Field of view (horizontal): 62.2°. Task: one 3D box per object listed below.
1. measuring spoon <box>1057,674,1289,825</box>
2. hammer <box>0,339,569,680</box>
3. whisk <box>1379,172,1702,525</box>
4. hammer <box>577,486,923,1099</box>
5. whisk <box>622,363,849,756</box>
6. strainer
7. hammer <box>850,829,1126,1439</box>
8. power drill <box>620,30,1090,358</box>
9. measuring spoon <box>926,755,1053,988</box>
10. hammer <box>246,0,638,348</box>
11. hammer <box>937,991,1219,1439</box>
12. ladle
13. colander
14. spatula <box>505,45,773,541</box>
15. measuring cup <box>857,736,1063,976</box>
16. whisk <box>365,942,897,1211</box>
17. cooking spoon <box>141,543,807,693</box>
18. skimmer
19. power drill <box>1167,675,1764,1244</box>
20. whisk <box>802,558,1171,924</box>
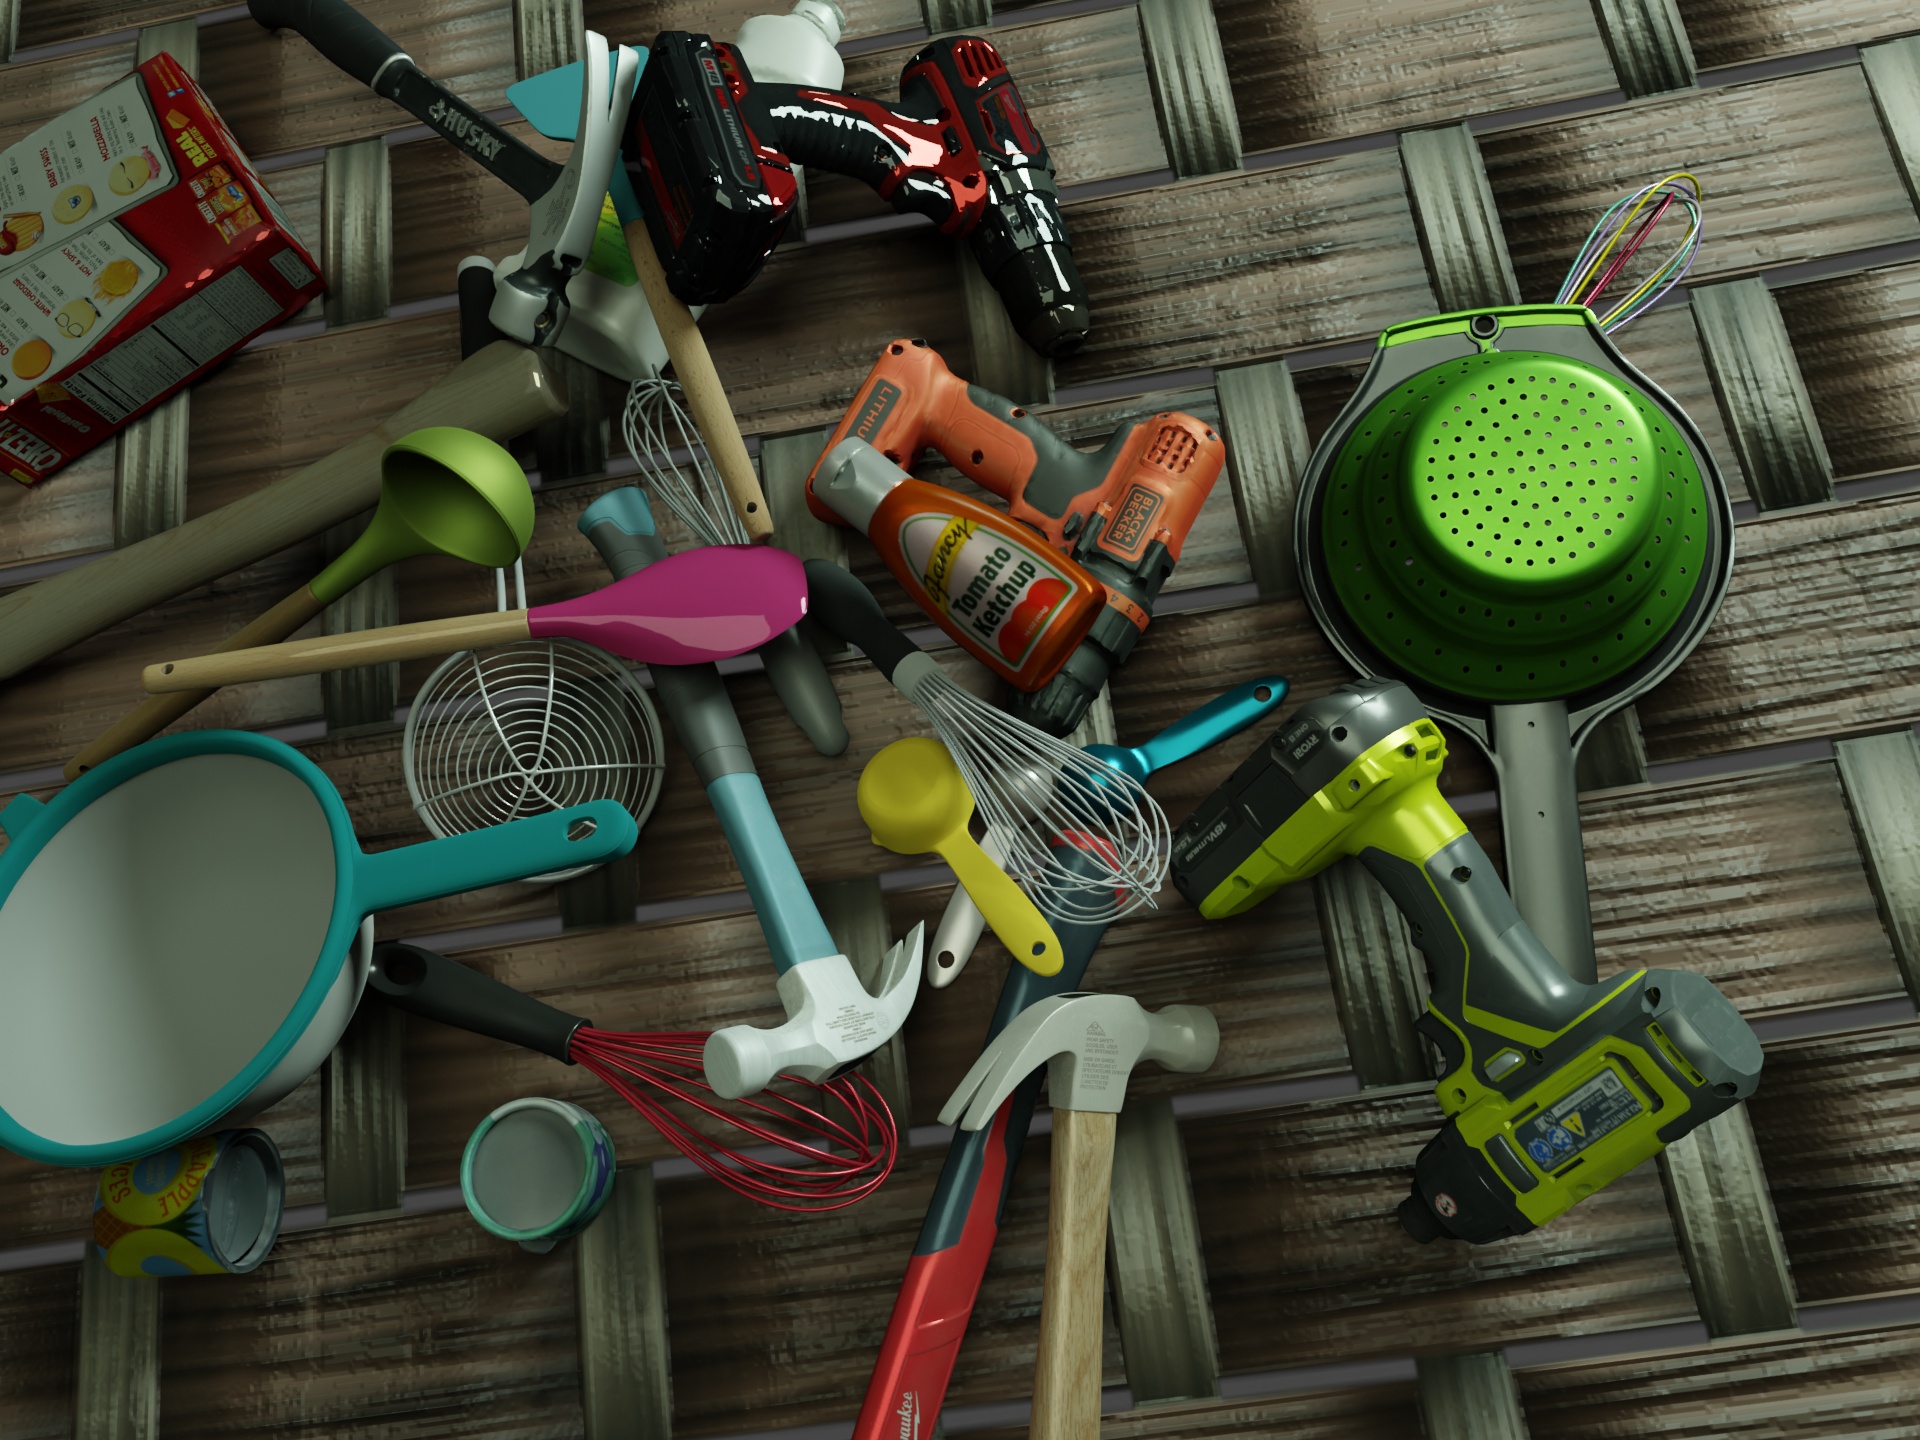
[{"bbox_3d":[0.106,0.009,0.784,0.128,0.021,0.042,-29,71,-1],"label":"measuring spoon"},{"bbox_3d":[-0.389,-0.085,0.837,0.410,0.038,0.146,-23,72,10],"label":"hammer"},{"bbox_3d":[0.297,-0.189,0.814,0.051,0.047,0.245,42,85,16],"label":"whisk"},{"bbox_3d":[-0.117,0.019,0.770,0.033,0.128,0.331,-46,60,38],"label":"hammer"},{"bbox_3d":[-0.115,-0.086,0.830,0.055,0.055,0.239,-28,76,-2],"label":"whisk"},{"bbox_3d":[-0.303,0.102,0.759,0.340,0.095,0.211,-13,60,7],"label":"strainer"},{"bbox_3d":[-0.014,0.223,0.694,0.143,0.038,0.386,29,69,-26],"label":"hammer"},{"bbox_3d":[-0.043,-0.268,0.826,0.226,0.080,0.188,-13,75,-31],"label":"power drill"},{"bbox_3d":[0.011,0.073,0.778,0.034,0.018,0.124,21,77,13],"label":"measuring spoon"},{"bbox_3d":[-0.307,-0.358,0.885,0.409,0.036,0.149,41,113,34],"label":"hammer"},{"bbox_3d":[0.044,0.283,0.679,0.130,0.031,0.331,11,77,-30],"label":"hammer"},{"bbox_3d":[-0.343,-0.044,0.798,0.320,0.078,0.062,-31,29,16],"label":"ladle"},{"bbox_3d":[0.260,-0.020,0.719,0.204,0.094,0.397,-4,78,11],"label":"colander"},{"bbox_3d":[-0.156,-0.229,0.826,0.082,0.044,0.318,-21,76,-7],"label":"spatula"},{"bbox_3d":[0.001,0.062,0.747,0.062,0.029,0.157,-37,47,-5],"label":"measuring cup"},{"bbox_3d":[-0.165,0.160,0.755,0.296,0.073,0.073,16,75,18],"label":"whisk"},{"bbox_3d":[-0.232,-0.043,0.764,0.319,0.017,0.069,-9,59,-1],"label":"cooking spoon"},{"bbox_3d":[-0.242,-0.093,0.857,0.127,0.090,0.364,-10,61,-8],"label":"skimmer"},{"bbox_3d":[0.199,0.108,0.689,0.223,0.080,0.171,54,126,20],"label":"power drill"},{"bbox_3d":[-0.002,-0.003,0.753,0.070,0.070,0.285,-41,53,-6],"label":"whisk"}]
